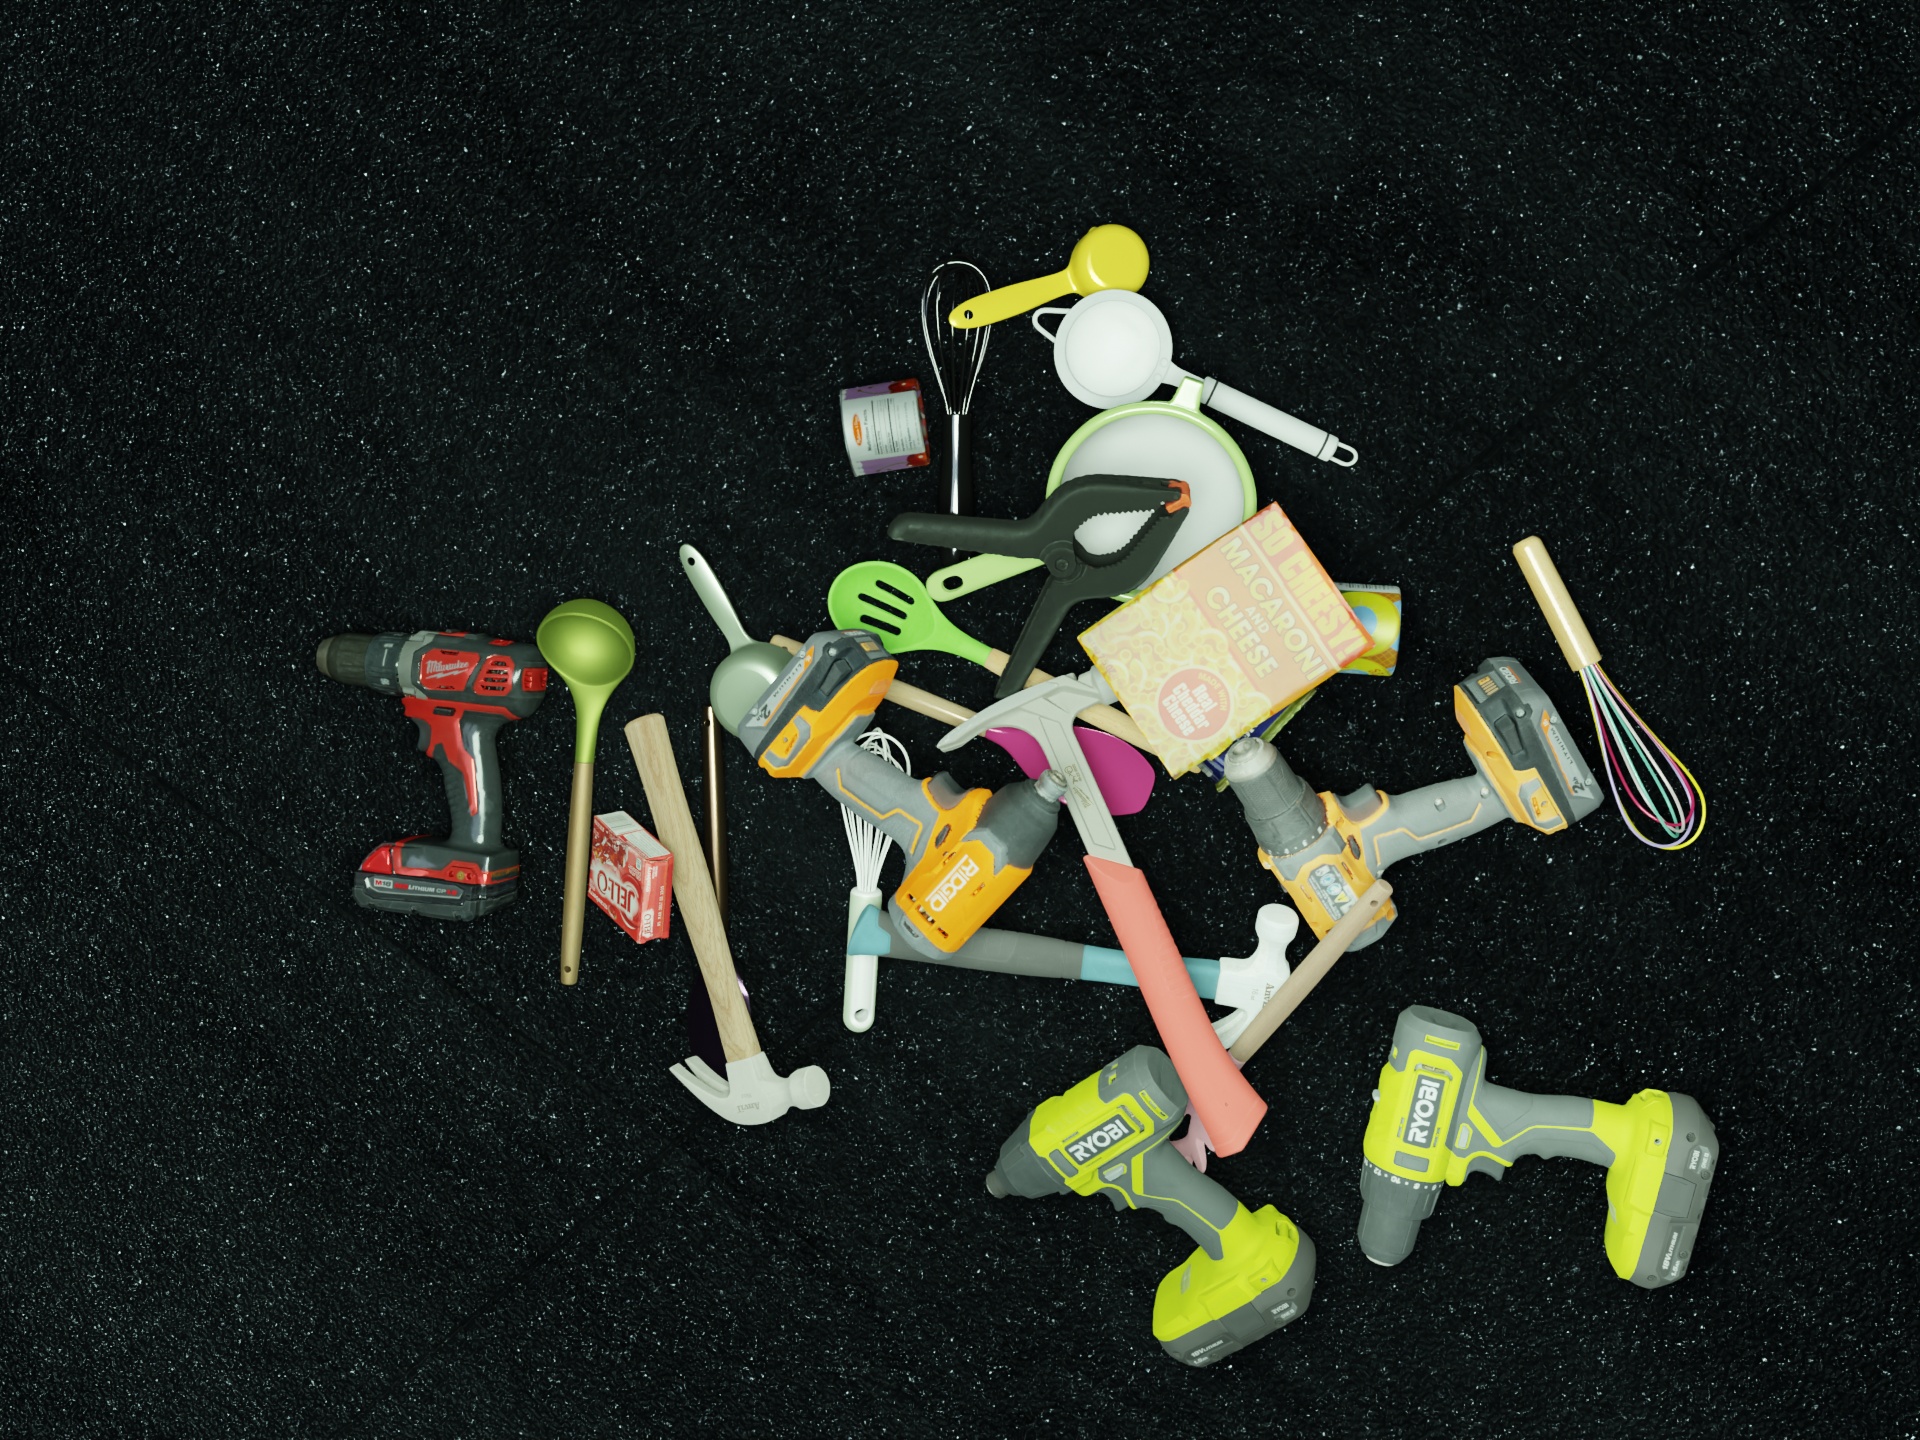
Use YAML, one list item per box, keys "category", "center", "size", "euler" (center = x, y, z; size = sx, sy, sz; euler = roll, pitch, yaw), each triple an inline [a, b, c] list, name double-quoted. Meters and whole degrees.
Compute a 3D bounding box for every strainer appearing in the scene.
- category: "strainer"
  center: [0.173, -0.245, 1.169]
  size: [0.258, 0.050, 0.086]
  euler: [26, 113, 1]
- category: "strainer"
  center: [0.094, -0.148, 1.180]
  size: [0.256, 0.069, 0.151]
  euler: [-19, 109, 21]

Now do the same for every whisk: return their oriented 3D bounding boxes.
- category: "whisk"
  center: [-0.073, 0.127, 1.244]
  size: [0.057, 0.059, 0.246]
  euler: [1, 101, -18]
- category: "whisk"
  center: [-0.004, -0.228, 1.198]
  size: [0.055, 0.055, 0.239]
  euler: [2, 99, 10]
- category: "whisk"
  center: [0.462, -0.022, 1.138]
  size: [0.047, 0.051, 0.245]
  euler: [-30, 84, 46]

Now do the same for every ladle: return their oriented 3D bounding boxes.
- category: "ladle"
  center: [-0.307, 0.061, 1.274]
  size: [0.078, 0.062, 0.320]
  euler: [7, 99, 4]

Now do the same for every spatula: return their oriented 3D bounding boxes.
- category: "spatula"
  center: [-0.197, 0.145, 1.280]
  size: [0.060, 0.018, 0.316]
  euler: [1, 96, 20]

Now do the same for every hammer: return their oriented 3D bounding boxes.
- category: "hammer"
  center: [0.079, 0.179, 1.198]
  size: [0.331, 0.033, 0.128]
  euler: [7, 116, 6]
- category: "hammer"
  center: [-0.206, 0.156, 1.257]
  size: [0.130, 0.031, 0.331]
  euler: [-21, 84, 32]
- category: "hammer"
  center: [0.116, 0.141, 1.145]
  size: [0.149, 0.036, 0.359]
  euler: [-24, 78, 6]

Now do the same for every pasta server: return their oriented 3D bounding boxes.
- category: "pasta server"
  center: [0.217, 0.232, 1.160]
  size: [0.060, 0.040, 0.316]
  euler: [29, 120, -5]

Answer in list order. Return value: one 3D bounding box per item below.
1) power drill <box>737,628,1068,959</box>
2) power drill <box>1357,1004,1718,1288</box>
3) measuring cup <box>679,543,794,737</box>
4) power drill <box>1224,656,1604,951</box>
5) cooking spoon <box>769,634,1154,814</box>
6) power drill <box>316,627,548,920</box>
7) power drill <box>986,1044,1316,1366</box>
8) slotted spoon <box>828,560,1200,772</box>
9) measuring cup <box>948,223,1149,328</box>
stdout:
- category: "power drill"
  center: [-0.036, 0.038, 1.141]
  size: [0.226, 0.084, 0.164]
  euler: [47, 112, 13]
- category: "power drill"
  center: [0.410, 0.328, 1.162]
  size: [0.228, 0.080, 0.190]
  euler: [13, 97, 11]
- category: "measuring cup"
  center: [-0.180, -0.059, 1.233]
  size: [0.083, 0.038, 0.167]
  euler: [-25, 99, 23]
- category: "power drill"
  center: [0.312, 0.045, 1.126]
  size: [0.226, 0.084, 0.185]
  euler: [-32, 114, 13]
- category: "cooking spoon"
  center: [-0.002, -0.004, 1.231]
  size: [0.319, 0.017, 0.068]
  euler: [22, 116, 8]
- category: "power drill"
  center: [-0.435, 0.037, 1.284]
  size: [0.188, 0.080, 0.226]
  euler: [6, 93, 9]
- category: "power drill"
  center: [0.141, 0.364, 1.183]
  size: [0.171, 0.080, 0.223]
  euler: [-38, 100, 22]
- category: "slotted spoon"
  center: [0.043, -0.035, 1.217]
  size: [0.314, 0.031, 0.070]
  euler: [27, 99, 5]
- category: "measuring cup"
  center: [0.066, -0.318, 1.159]
  size: [0.156, 0.029, 0.062]
  euler: [-22, 96, -10]
